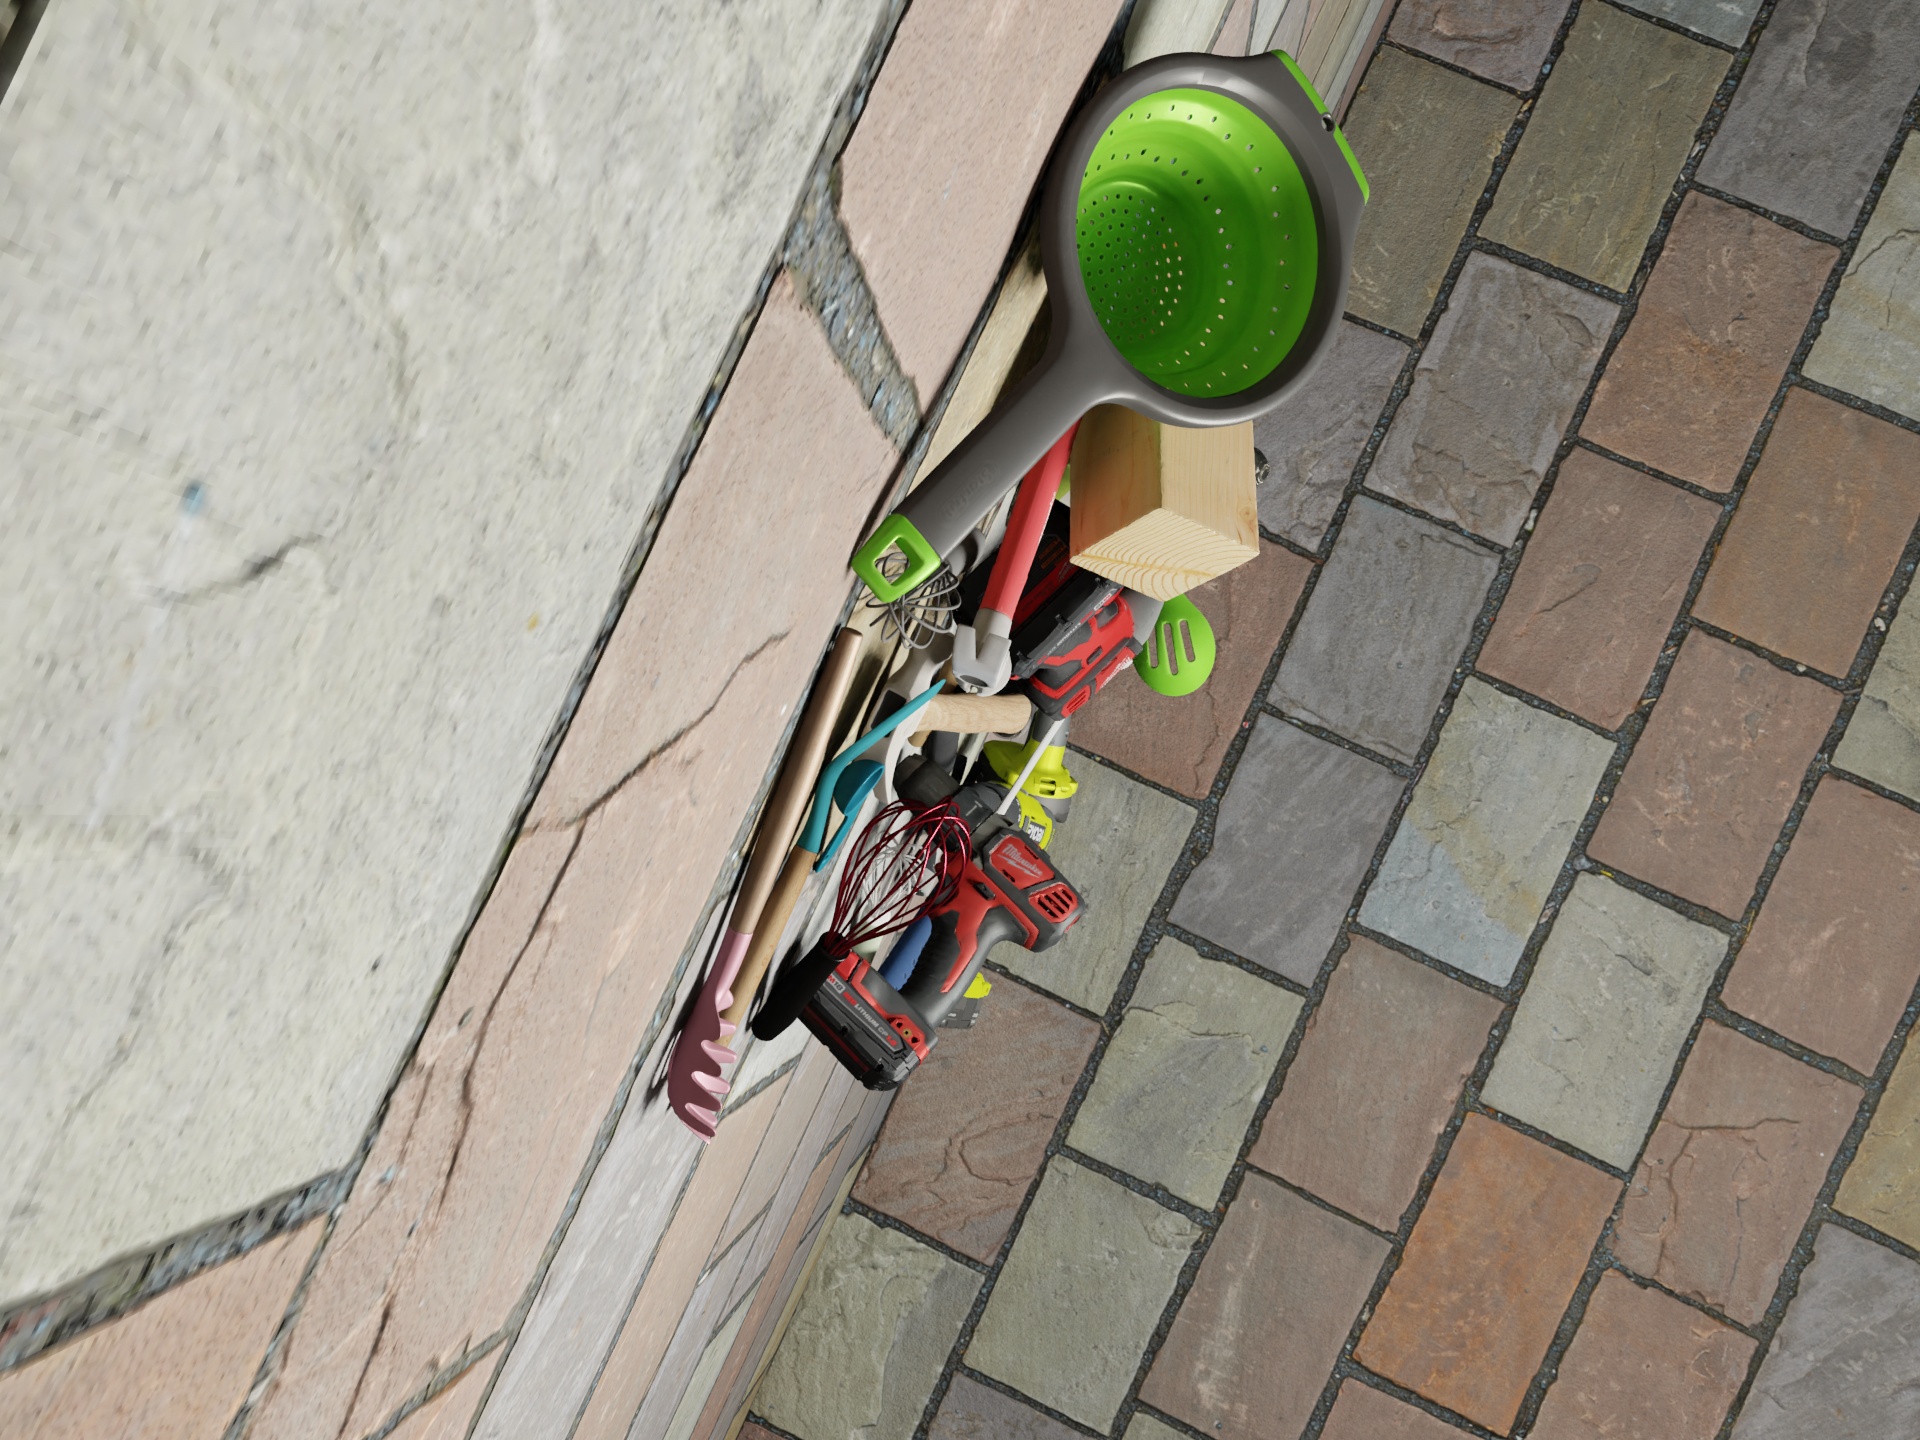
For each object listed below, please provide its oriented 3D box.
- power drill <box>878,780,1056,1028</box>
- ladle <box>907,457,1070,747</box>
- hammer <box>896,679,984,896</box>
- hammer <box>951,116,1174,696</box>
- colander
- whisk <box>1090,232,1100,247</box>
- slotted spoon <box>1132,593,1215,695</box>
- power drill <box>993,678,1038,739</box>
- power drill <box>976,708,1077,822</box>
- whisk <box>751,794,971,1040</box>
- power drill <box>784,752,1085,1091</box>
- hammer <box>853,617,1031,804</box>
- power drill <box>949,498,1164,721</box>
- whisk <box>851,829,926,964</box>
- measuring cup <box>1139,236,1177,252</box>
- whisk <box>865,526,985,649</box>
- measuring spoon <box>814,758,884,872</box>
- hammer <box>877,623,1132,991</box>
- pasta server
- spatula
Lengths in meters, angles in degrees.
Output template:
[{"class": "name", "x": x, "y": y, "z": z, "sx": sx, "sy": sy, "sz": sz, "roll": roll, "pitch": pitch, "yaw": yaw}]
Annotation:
[{"class": "power drill", "x": 0.003, "y": 0.164, "z": 1.473, "sx": 0.228, "sy": 0.080, "sz": 0.190, "roll": -67, "pitch": 158, "yaw": -3}, {"class": "ladle", "x": 0.017, "y": -0.107, "z": 1.182, "sx": 0.320, "sy": 0.062, "sz": 0.078, "roll": -62, "pitch": 173, "yaw": 33}, {"class": "hammer", "x": -0.014, "y": 0.045, "z": 1.452, "sx": 0.408, "sy": 0.036, "sz": 0.149, "roll": 95, "pitch": 19, "yaw": -70}, {"class": "hammer", "x": 0.070, "y": -0.207, "z": 0.995, "sx": 0.143, "sy": 0.038, "sz": 0.386, "roll": 91, "pitch": 18, "yaw": -82}, {"class": "colander", "x": 0.066, "y": -0.213, "z": 0.903, "sx": 0.397, "sy": 0.204, "sz": 0.094, "roll": -47, "pitch": -157, "yaw": -16}, {"class": "whisk", "x": 0.116, "y": -0.297, "z": 1.181, "sx": 0.051, "sy": 0.047, "sz": 0.245, "roll": -26, "pitch": 167, "yaw": 2}, {"class": "slotted spoon", "x": 0.153, "y": -0.175, "z": 1.309, "sx": 0.031, "sy": 0.070, "sz": 0.314, "roll": -6, "pitch": 85, "yaw": -76}, {"class": "power drill", "x": 0.081, "y": -0.104, "z": 1.405, "sx": 0.185, "sy": 0.084, "sz": 0.226, "roll": -71, "pitch": -175, "yaw": -55}, {"class": "power drill", "x": 0.086, "y": -0.023, "z": 1.619, "sx": 0.171, "sy": 0.080, "sz": 0.223, "roll": -126, "pitch": -131, "yaw": -65}, {"class": "whisk", "x": -0.075, "y": 0.140, "z": 1.058, "sx": 0.295, "sy": 0.073, "sz": 0.073, "roll": -51, "pitch": -176, "yaw": 41}, {"class": "power drill", "x": -0.035, "y": 0.150, "z": 1.226, "sx": 0.227, "sy": 0.188, "sz": 0.080, "roll": -43, "pitch": 175, "yaw": -24}, {"class": "hammer", "x": -0.002, "y": -0.004, "z": 1.197, "sx": 0.130, "sy": 0.031, "sz": 0.331, "roll": -61, "pitch": 165, "yaw": 8}, {"class": "power drill", "x": 0.085, "y": -0.078, "z": 1.180, "sx": 0.143, "sy": 0.079, "sz": 0.219, "roll": -43, "pitch": 161, "yaw": 6}, {"class": "whisk", "x": -0.073, "y": 0.167, "z": 1.405, "sx": 0.058, "sy": 0.059, "sz": 0.246, "roll": -19, "pitch": 155, "yaw": -23}, {"class": "measuring cup", "x": 0.143, "y": -0.345, "z": 1.218, "sx": 0.095, "sy": 0.052, "sz": 0.173, "roll": -67, "pitch": 171, "yaw": 12}, {"class": "whisk", "x": -0.012, "y": -0.089, "z": 0.954, "sx": 0.239, "sy": 0.055, "sz": 0.055, "roll": -57, "pitch": 170, "yaw": -70}, {"class": "measuring spoon", "x": -0.085, "y": 0.065, "z": 1.079, "sx": 0.042, "sy": 0.021, "sz": 0.128, "roll": -44, "pitch": 170, "yaw": -40}, {"class": "hammer", "x": 0.029, "y": 0.080, "z": 1.344, "sx": 0.405, "sy": 0.035, "sz": 0.144, "roll": -57, "pitch": 167, "yaw": -5}, {"class": "pasta server", "x": -0.108, "y": 0.096, "z": 0.897, "sx": 0.060, "sy": 0.040, "sz": 0.316, "roll": -87, "pitch": -162, "yaw": -75}, {"class": "spatula", "x": -0.098, "y": 0.108, "z": 0.992, "sx": 0.082, "sy": 0.044, "sz": 0.317, "roll": -19, "pitch": 134, "yaw": -89}]
